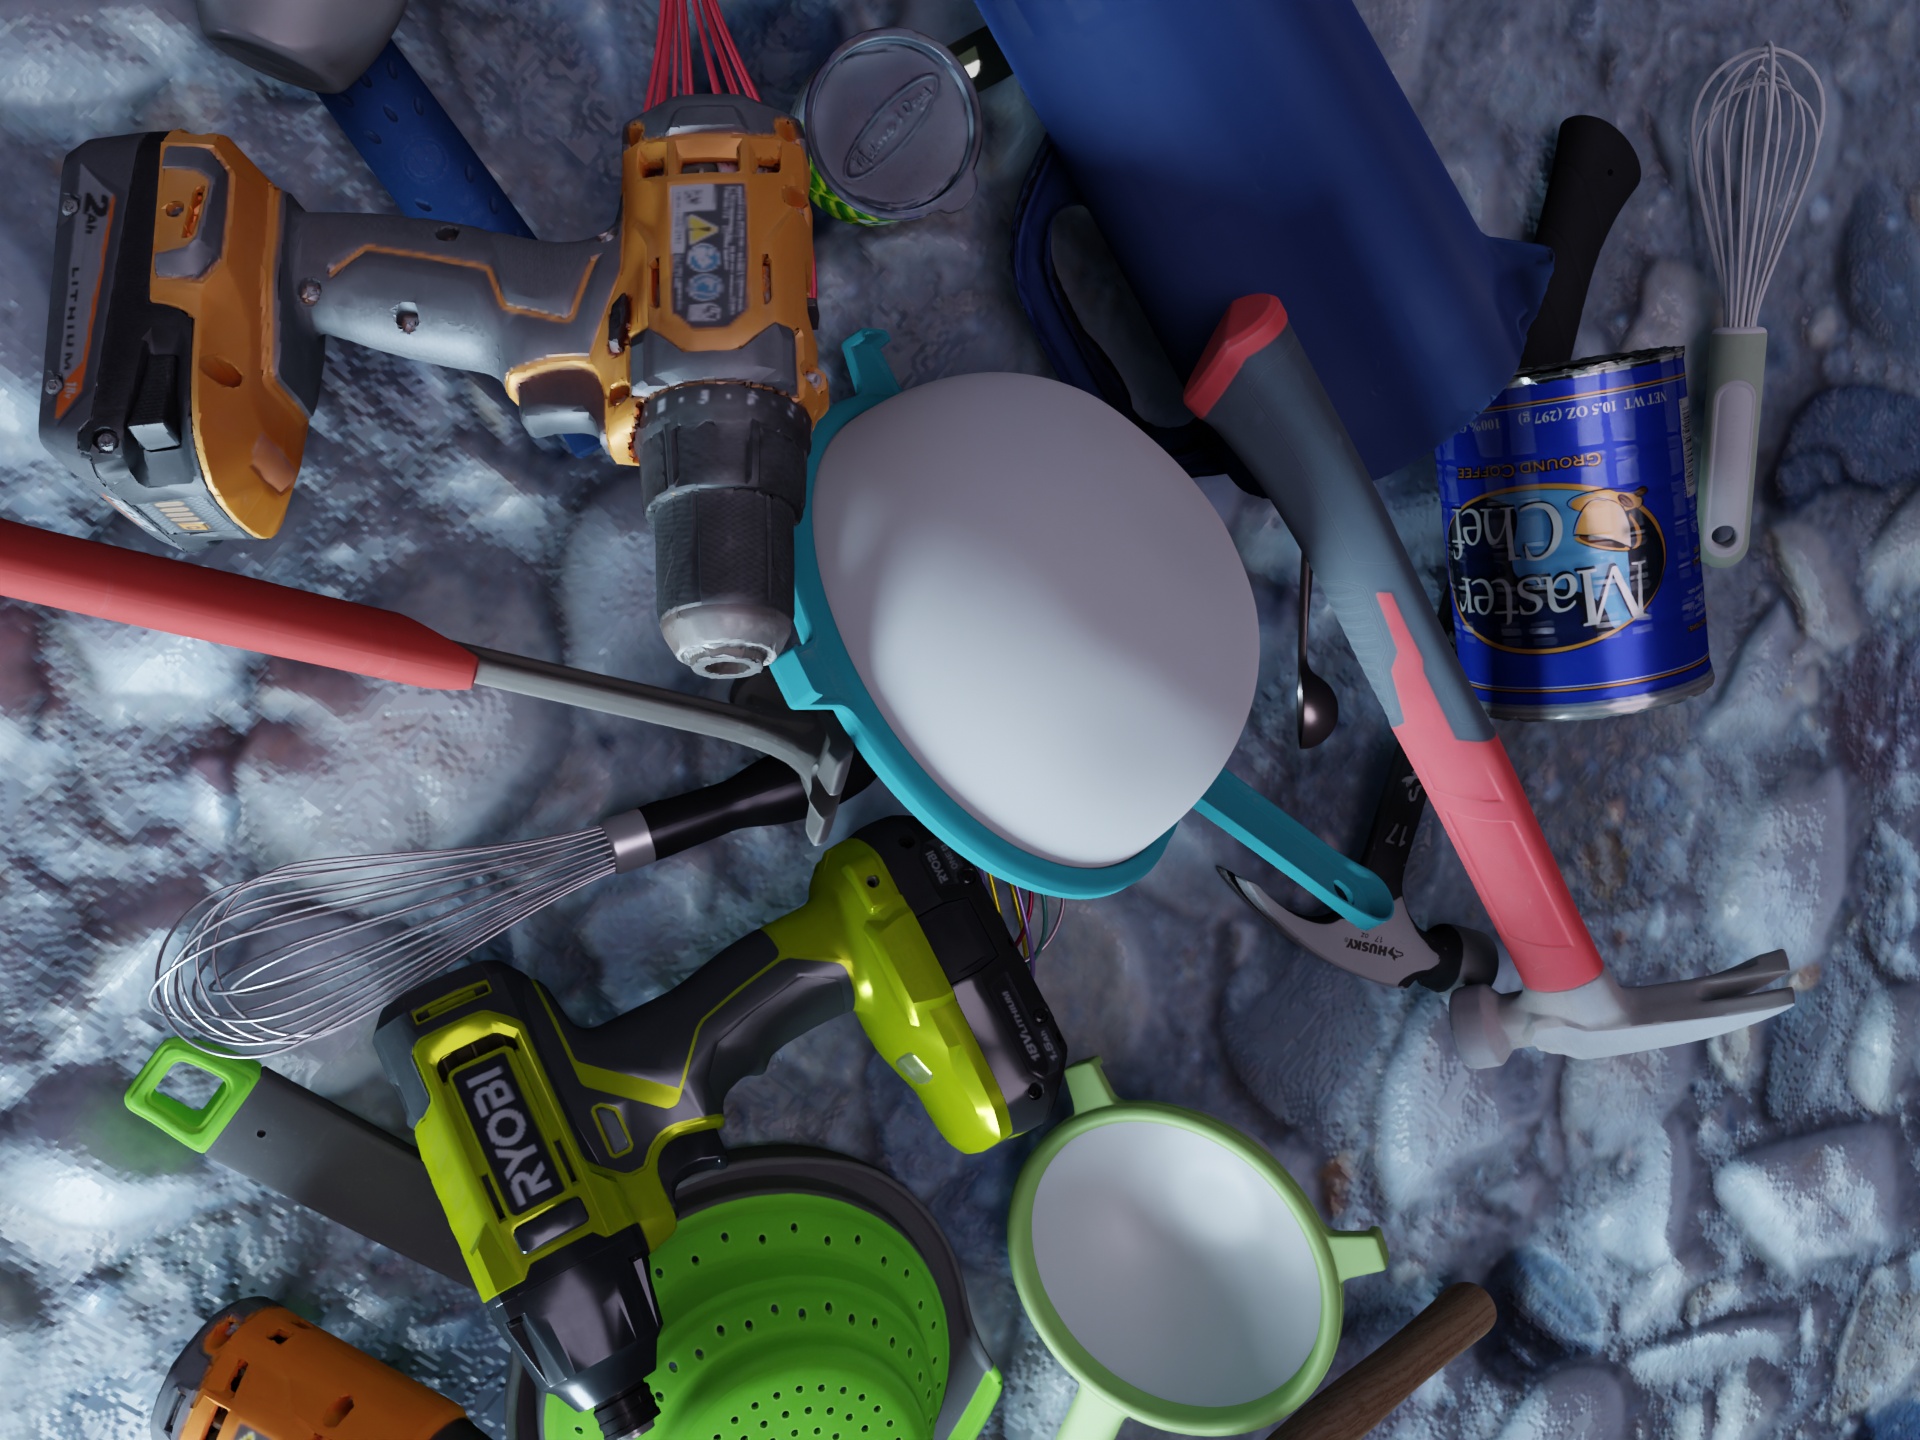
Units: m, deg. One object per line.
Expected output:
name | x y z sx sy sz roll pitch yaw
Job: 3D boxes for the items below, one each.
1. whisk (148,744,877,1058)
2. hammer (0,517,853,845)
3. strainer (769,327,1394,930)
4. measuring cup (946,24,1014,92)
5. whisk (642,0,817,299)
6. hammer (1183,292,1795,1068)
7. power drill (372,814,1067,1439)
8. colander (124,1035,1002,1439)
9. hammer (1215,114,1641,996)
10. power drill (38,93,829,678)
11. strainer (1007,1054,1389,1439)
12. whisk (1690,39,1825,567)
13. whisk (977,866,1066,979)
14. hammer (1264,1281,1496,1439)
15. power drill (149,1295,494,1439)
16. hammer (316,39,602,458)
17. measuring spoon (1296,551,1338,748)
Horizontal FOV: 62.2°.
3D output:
whisk | -0.158 0.056 0.607 0.284 0.070 0.070 -19 105 -21
hammer | -0.214 -0.028 0.538 0.359 0.149 0.036 13 101 -15
strainer | 0.088 -0.017 0.607 0.340 0.211 0.095 35 131 -28
measuring cup | 0.045 -0.286 0.641 0.167 0.038 0.083 -27 113 3
whisk | -0.098 -0.254 0.578 0.073 0.073 0.296 -9 97 -19
hammer | 0.205 -0.002 0.628 0.143 0.038 0.386 -18 122 29
power drill | -0.081 0.143 0.598 0.223 0.080 0.171 -23 77 -23
colander | -0.139 0.242 0.621 0.396 0.094 0.204 37 85 -21
hammer | 0.236 -0.077 0.740 0.149 0.036 0.409 15 93 -21
power drill | -0.154 -0.100 0.498 0.226 0.084 0.185 -3 75 -3
strainer | 0.084 0.276 0.723 0.151 0.069 0.256 28 113 20
whisk | 0.377 -0.196 0.767 0.058 0.059 0.246 3 105 18
whisk | -0.001 -0.002 0.666 0.047 0.051 0.245 -25 105 -51
hammer | 0.144 0.324 0.698 0.331 0.031 0.130 -10 148 -45
power drill | -0.240 0.348 0.579 0.164 0.084 0.226 22 91 13
hammer | -0.242 -0.263 0.534 0.144 0.035 0.405 -39 109 -11
measuring spoon | 0.159 -0.048 0.705 0.018 0.034 0.124 2 77 8
